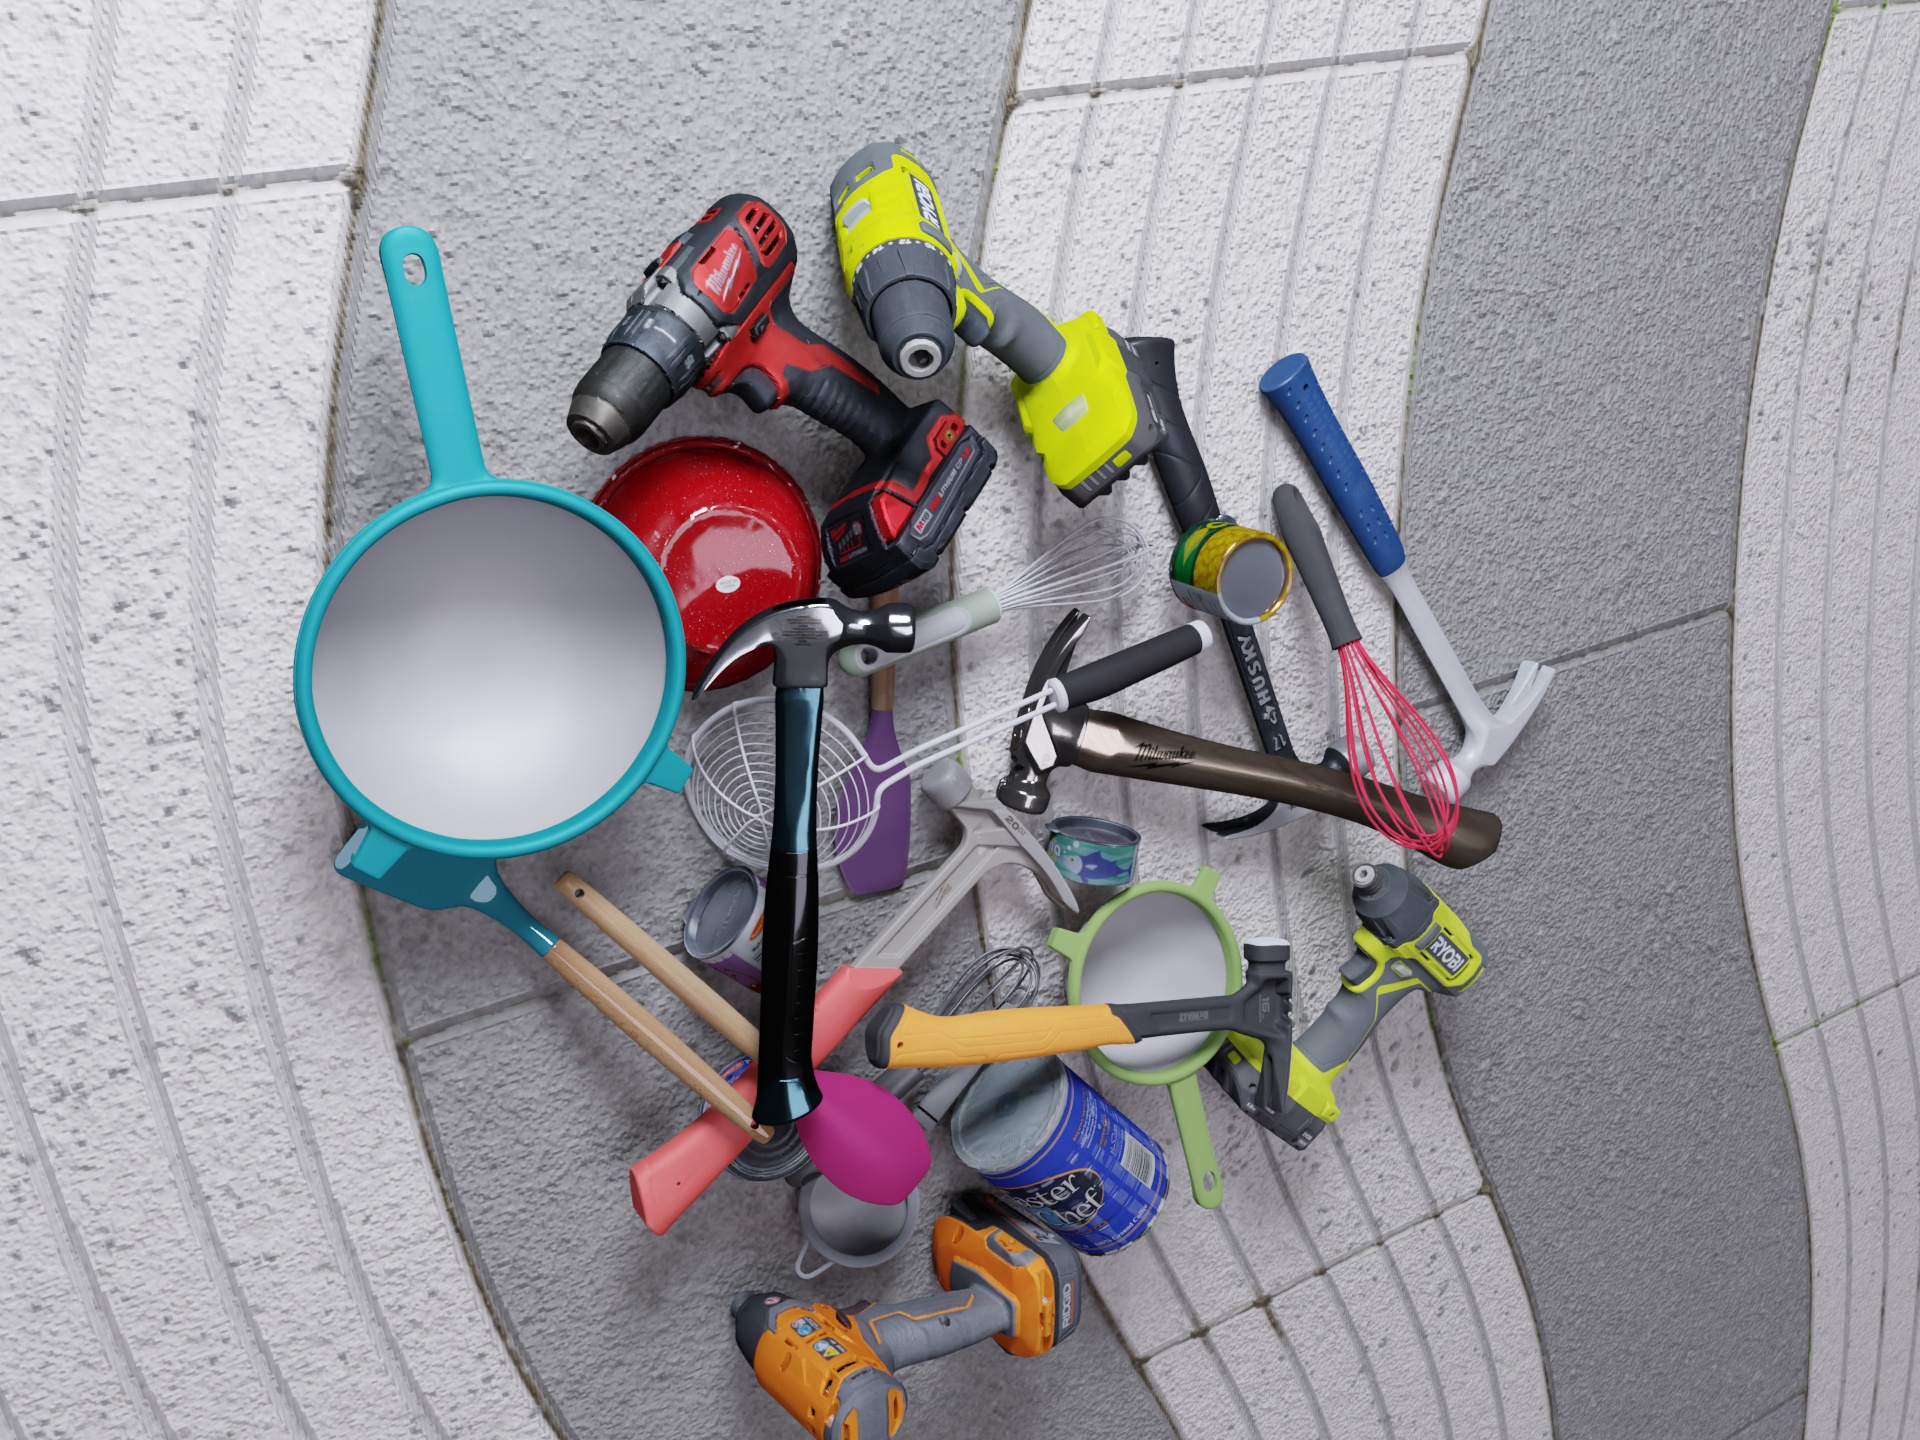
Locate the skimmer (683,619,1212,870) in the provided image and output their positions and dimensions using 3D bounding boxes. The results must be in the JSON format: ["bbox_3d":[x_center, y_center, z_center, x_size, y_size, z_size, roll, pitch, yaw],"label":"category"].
[{"bbox_3d":[-0.002,-0.003,1.055,0.363,0.090,0.127,-23,116,-22],"label":"skimmer"}]

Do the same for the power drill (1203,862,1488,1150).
[{"bbox_3d":[0.298,0.218,1.255,0.223,0.080,0.171,-47,128,4],"label":"power drill"}]

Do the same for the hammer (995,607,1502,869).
[{"bbox_3d":[0.233,0.034,1.177,0.410,0.038,0.146,14,102,-21],"label":"hammer"}]

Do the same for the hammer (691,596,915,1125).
[{"bbox_3d":[-0.100,0.090,0.960,0.128,0.033,0.331,2,104,-8],"label":"hammer"}]

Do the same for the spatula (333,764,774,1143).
[{"bbox_3d":[-0.232,0.159,0.974,0.317,0.044,0.082,43,78,-11],"label":"spatula"}]

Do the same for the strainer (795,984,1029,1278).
[{"bbox_3d":[-0.030,0.296,1.153,0.087,0.050,0.258,37,76,13],"label":"strainer"}]

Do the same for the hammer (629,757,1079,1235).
[{"bbox_3d":[-0.078,0.200,1.067,0.359,0.037,0.149,-47,112,-15],"label":"hammer"}]

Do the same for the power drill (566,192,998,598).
[{"bbox_3d":[-0.104,-0.170,0.920,0.226,0.080,0.188,43,58,-22],"label":"power drill"}]

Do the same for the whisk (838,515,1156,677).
[{"bbox_3d":[0.028,-0.080,1.063,0.246,0.059,0.057,-23,102,-23],"label":"whisk"}]

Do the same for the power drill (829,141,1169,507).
[{"bbox_3d":[0.021,-0.226,0.955,0.080,0.191,0.228,-39,131,26],"label":"power drill"}]

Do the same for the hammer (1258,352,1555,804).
[{"bbox_3d":[0.345,-0.117,1.241,0.144,0.035,0.405,-44,119,-11],"label":"hammer"}]

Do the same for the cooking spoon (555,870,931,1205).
[{"bbox_3d":[-0.135,0.202,1.010,0.318,0.017,0.069,45,76,-18],"label":"cooking spoon"}]

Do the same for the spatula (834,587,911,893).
[{"bbox_3d":[-0.054,-0.033,1.060,0.059,0.018,0.315,-6,108,-31],"label":"spatula"}]

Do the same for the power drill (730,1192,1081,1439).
[{"bbox_3d":[-0.044,0.418,1.128,0.226,0.164,0.084,-13,110,-38],"label":"power drill"}]

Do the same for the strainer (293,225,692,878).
[{"bbox_3d":[-0.277,-0.095,0.880,0.211,0.095,0.340,-16,109,-26],"label":"strainer"}]

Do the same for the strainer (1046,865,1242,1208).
[{"bbox_3d":[0.146,0.242,1.198,0.151,0.069,0.256,-19,100,-25],"label":"strainer"}]

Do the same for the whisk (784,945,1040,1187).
[{"bbox_3d":[-0.034,0.248,1.137,0.239,0.055,0.055,-42,119,-6],"label":"whisk"}]

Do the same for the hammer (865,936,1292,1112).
[{"bbox_3d":[0.092,0.222,1.113,0.336,0.034,0.127,1,88,-26],"label":"hammer"}]

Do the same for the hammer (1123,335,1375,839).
[{"bbox_3d":[0.190,-0.092,1.166,0.149,0.036,0.408,-32,116,-16],"label":"hammer"}]

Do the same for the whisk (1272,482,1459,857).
[{"bbox_3d":[0.289,-0.038,1.158,0.073,0.073,0.296,-17,80,-23],"label":"whisk"}]
